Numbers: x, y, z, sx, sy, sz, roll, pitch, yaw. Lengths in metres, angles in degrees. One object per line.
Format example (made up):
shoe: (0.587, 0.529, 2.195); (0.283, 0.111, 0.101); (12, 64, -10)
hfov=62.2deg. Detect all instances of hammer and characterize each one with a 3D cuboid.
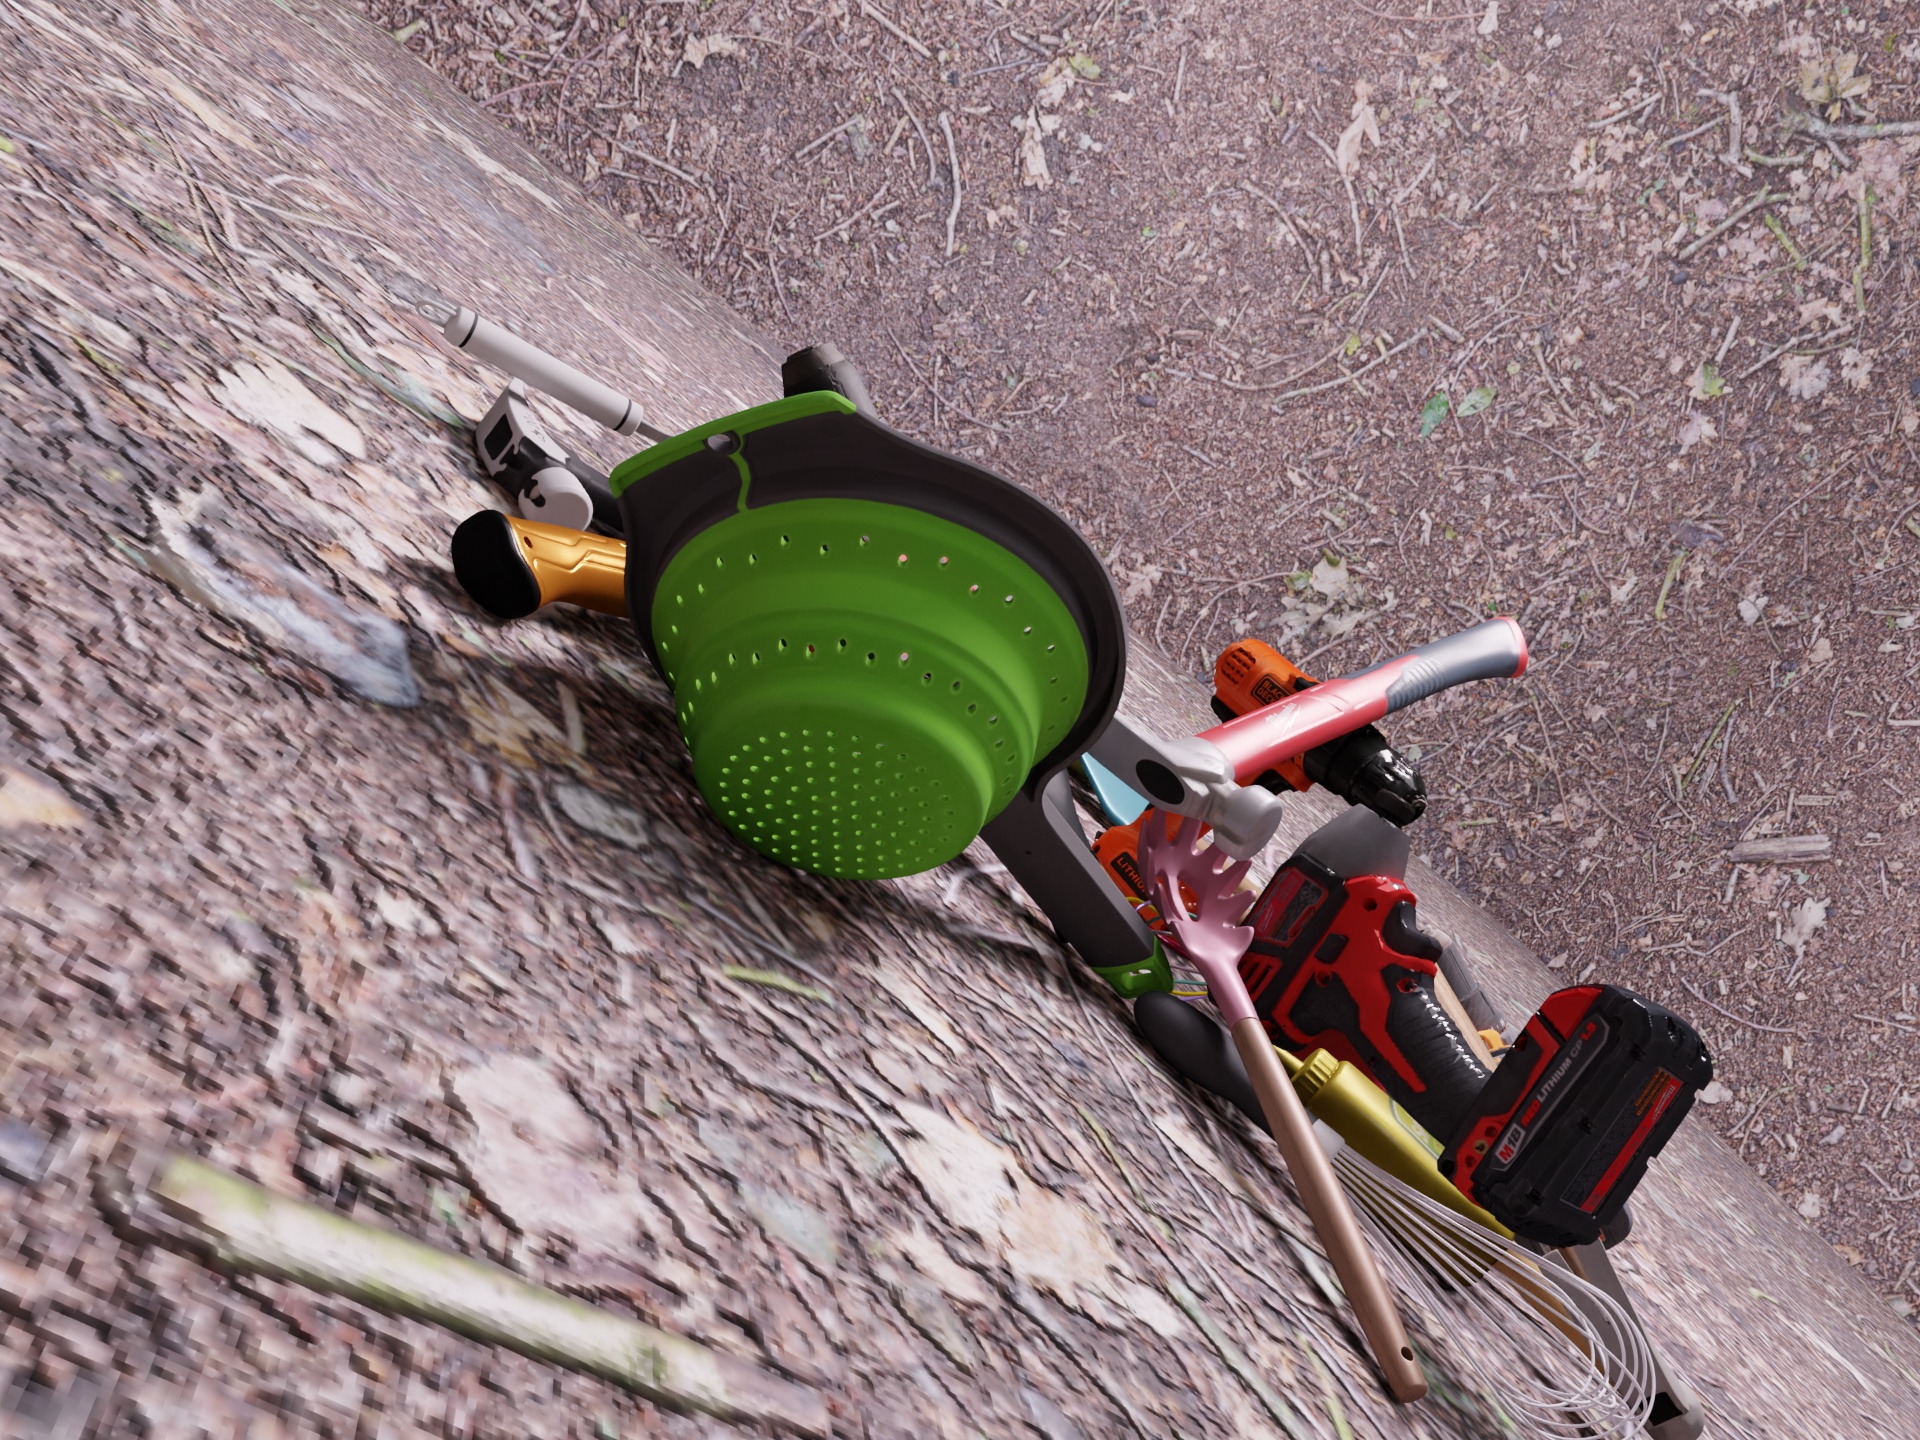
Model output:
hammer: (-0.124, -0.067, 0.776); (0.336, 0.034, 0.127); (6, 64, -66)
hammer: (0.223, -0.020, 0.952); (0.386, 0.038, 0.143); (-18, 46, -44)
hammer: (-0.136, -0.089, 0.922); (0.334, 0.035, 0.146); (30, 15, -46)
hammer: (0.291, 0.214, 0.860); (0.129, 0.031, 0.332); (49, 15, -41)

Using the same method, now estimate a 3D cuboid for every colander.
colander: (-0.001, 0.045, 0.667); (0.396, 0.204, 0.095); (52, 35, -40)

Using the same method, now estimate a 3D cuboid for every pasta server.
pasta server: (0.143, 0.157, 0.728); (0.060, 0.040, 0.317); (7, 36, -20)

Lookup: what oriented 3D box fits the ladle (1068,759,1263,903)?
ladle: (0.195, 0.091, 1.296); (0.320, 0.062, 0.078); (41, 15, -12)

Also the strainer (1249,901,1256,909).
strainer: (0.278, 0.193, 1.112); (0.151, 0.069, 0.257); (35, 10, -28)

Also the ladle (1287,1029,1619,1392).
ladle: (0.272, 0.263, 0.863); (0.315, 0.069, 0.031); (46, -6, 4)

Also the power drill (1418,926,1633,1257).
power drill: (0.341, 0.233, 1.019); (0.185, 0.084, 0.226); (64, 11, 4)

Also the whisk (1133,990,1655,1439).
whisk: (0.193, 0.220, 0.738); (0.285, 0.070, 0.070); (39, 9, 21)

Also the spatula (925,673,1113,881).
spatula: (0.025, 0.032, 1.029); (0.081, 0.041, 0.323); (30, 18, -47)

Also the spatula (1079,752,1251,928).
spatula: (0.178, 0.109, 1.115); (0.082, 0.044, 0.318); (17, 19, -39)

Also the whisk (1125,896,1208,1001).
whisk: (0.157, 0.144, 0.920); (0.244, 0.051, 0.047); (26, 15, -48)

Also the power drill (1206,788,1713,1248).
power drill: (0.227, 0.130, 0.756); (0.078, 0.143, 0.220); (30, 4, -41)

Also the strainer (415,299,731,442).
strainer: (-0.175, -0.158, 0.860); (0.258, 0.050, 0.087); (26, -27, -33)

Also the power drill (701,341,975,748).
power drill: (-0.061, -0.091, 0.801); (0.187, 0.080, 0.227); (65, 19, -13)

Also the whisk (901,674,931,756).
whisk: (-0.001, -0.003, 0.920); (0.073, 0.073, 0.296); (40, 21, -2)
